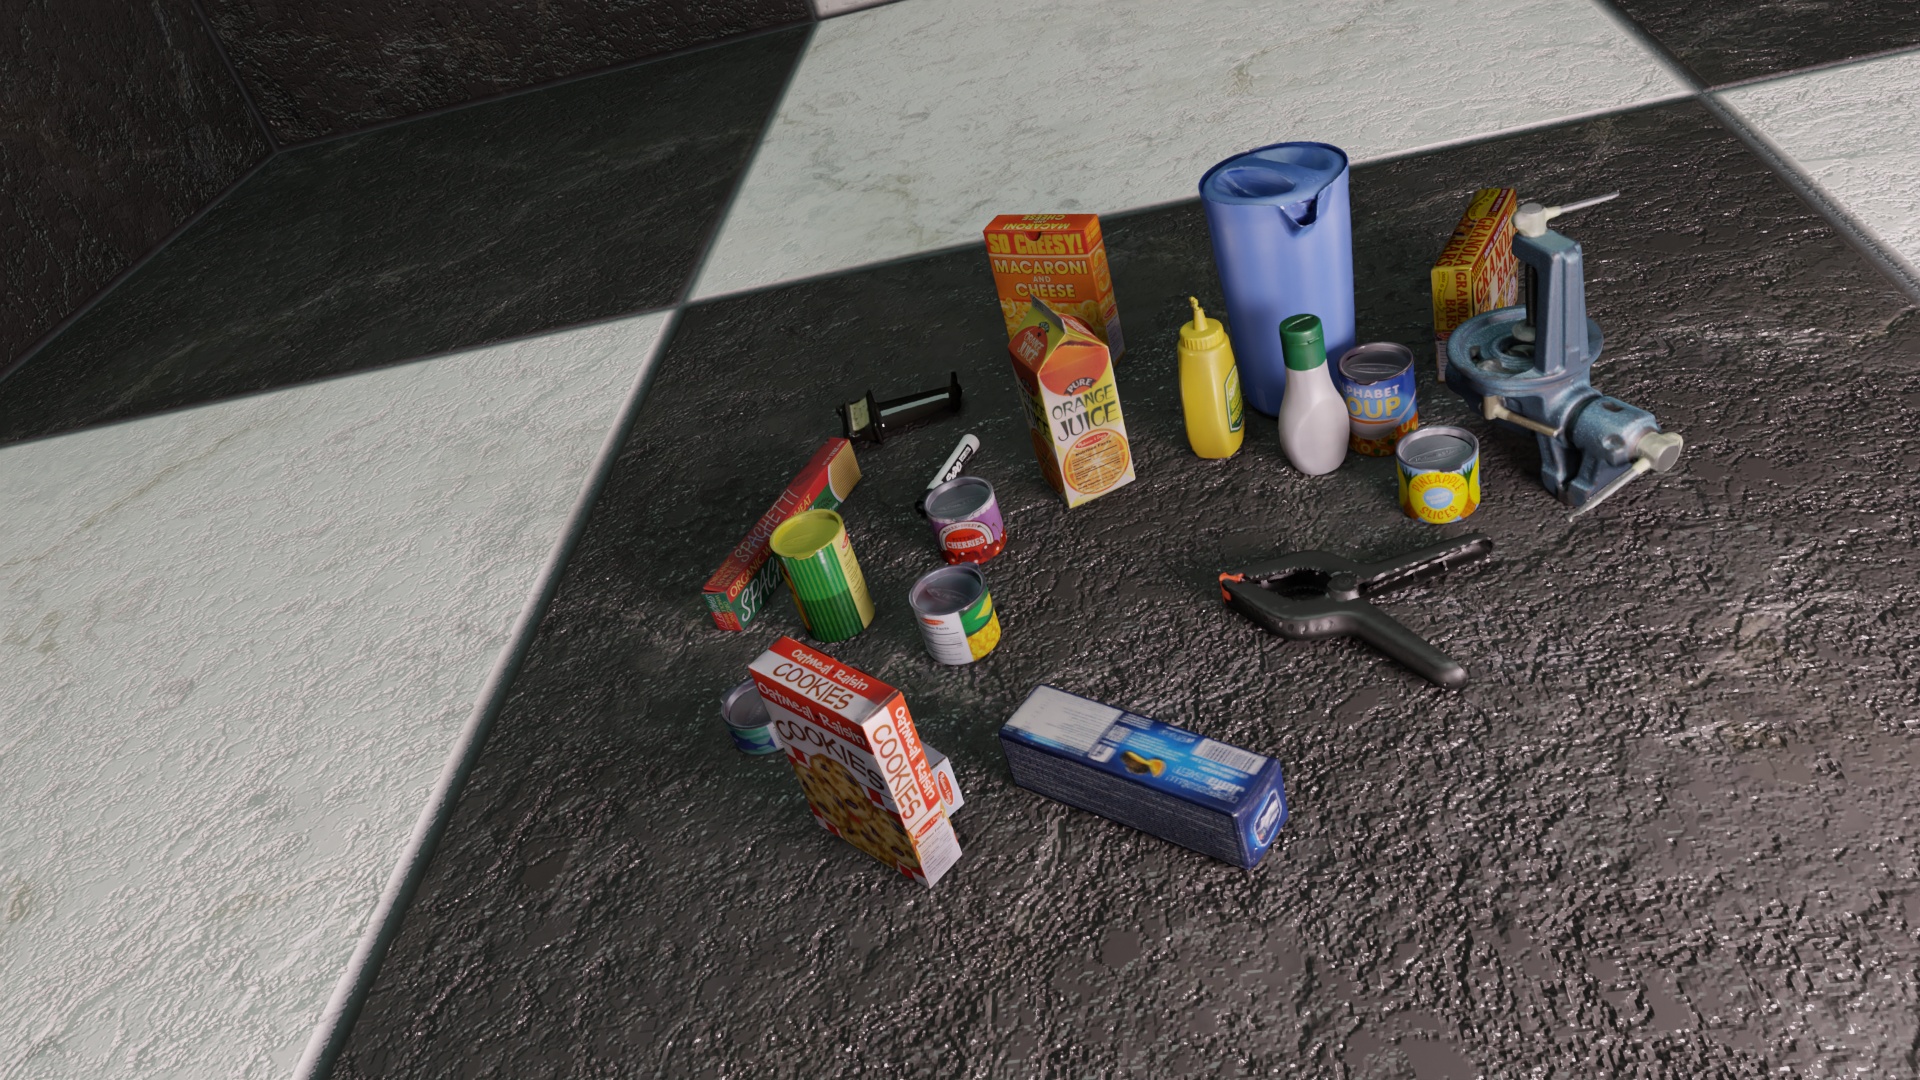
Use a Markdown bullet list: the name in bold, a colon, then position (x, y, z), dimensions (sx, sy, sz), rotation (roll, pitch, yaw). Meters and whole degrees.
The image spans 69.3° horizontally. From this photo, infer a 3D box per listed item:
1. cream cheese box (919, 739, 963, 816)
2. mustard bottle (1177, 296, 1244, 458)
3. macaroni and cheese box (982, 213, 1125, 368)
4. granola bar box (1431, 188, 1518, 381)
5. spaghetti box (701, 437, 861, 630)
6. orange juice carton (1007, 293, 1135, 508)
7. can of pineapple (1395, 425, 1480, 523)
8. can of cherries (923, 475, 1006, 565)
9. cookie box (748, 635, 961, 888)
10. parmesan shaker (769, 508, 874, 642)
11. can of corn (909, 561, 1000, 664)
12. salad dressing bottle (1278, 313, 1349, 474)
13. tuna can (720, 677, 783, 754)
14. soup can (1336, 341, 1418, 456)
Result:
- **cream cheese box**: position (-0.045, 0.168, 1.055), dimensions (0.024, 0.053, 0.104), rotation (-37, 39, -26)
- **mustard bottle**: position (0.230, -0.154, 1.291), dimensions (0.049, 0.159, 0.066), rotation (3, 39, 27)
- **macaroni and cheese box**: position (0.102, -0.268, 1.498), dimensions (0.124, 0.165, 0.040), rotation (7, 41, 31)
- **granola bar box**: position (0.498, -0.246, 1.337), dimensions (0.039, 0.123, 0.166), rotation (8, 42, 32)
- **spaghetti box**: position (-0.170, -0.010, 1.358), dimensions (0.028, 0.050, 0.251), rotation (4, 40, 28)
- **orange juice carton**: position (0.100, -0.134, 1.291), dimensions (0.073, 0.191, 0.072), rotation (-24, 35, -9)
- **can of pineapple**: position (0.402, -0.054, 1.170), dimensions (0.071, 0.057, 0.071), rotation (-11, 35, 8)
- **can of cherries**: position (0.005, -0.016, 1.285), dimensions (0.071, 0.058, 0.072), rotation (-11, 35, 8)
- **cookie box**: position (-0.073, 0.156, 0.984), dimensions (0.123, 0.166, 0.040), rotation (19, 48, 41)
- **parmesan shaker**: position (-0.122, 0.034, 1.230), dimensions (0.071, 0.102, 0.072), rotation (-12, 35, 8)
- **can of corn**: position (-0.003, 0.062, 1.180), dimensions (0.071, 0.058, 0.071), rotation (-11, 35, 8)
- **salad dressing bottle**: position (0.310, -0.129, 1.234), dimensions (0.064, 0.147, 0.044), rotation (-26, 35, -12)
- **tuna can**: position (-0.165, 0.144, 1.157), dimensions (0.071, 0.032, 0.071), rotation (-11, 35, 8)
- **soup can**: position (0.377, -0.126, 1.257), dimensions (0.071, 0.083, 0.072), rotation (-12, 35, 8)
